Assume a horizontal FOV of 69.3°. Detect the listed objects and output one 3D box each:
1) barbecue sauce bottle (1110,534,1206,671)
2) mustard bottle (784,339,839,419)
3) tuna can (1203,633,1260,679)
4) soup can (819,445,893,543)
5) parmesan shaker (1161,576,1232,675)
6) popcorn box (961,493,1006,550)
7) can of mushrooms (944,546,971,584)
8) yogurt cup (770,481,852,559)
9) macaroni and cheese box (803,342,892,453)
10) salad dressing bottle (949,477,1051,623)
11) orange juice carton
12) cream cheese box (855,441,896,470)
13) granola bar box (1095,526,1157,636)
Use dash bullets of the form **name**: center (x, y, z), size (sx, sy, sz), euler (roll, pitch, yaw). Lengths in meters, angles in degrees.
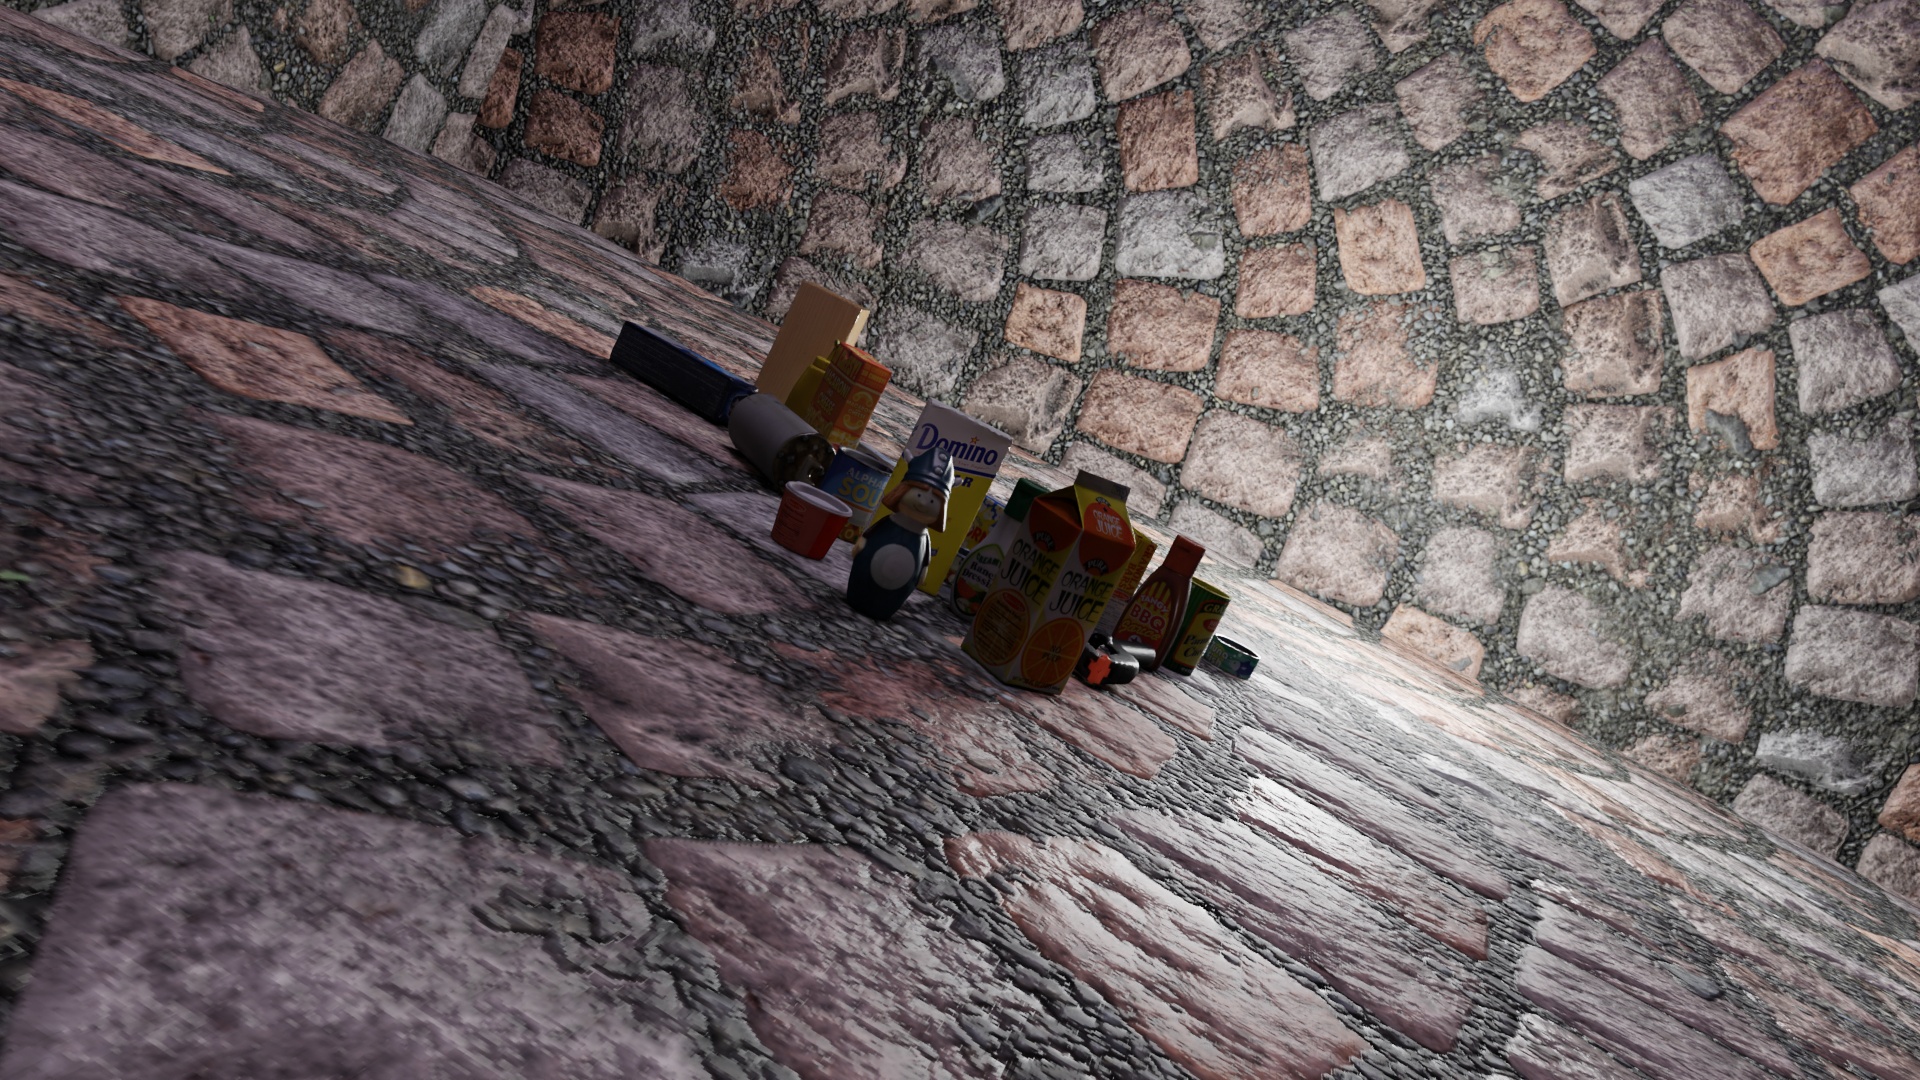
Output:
- **barbecue sauce bottle**: center (0.222, 0.066, 1.533), size (0.065, 0.148, 0.044), euler (30, 9, 25)
- **mustard bottle**: center (-0.185, -0.183, 1.780), size (0.065, 0.160, 0.049), euler (28, 9, 13)
- **tuna can**: center (0.346, 0.148, 1.776), size (0.071, 0.032, 0.071), euler (25, 9, -4)
- **soup can**: center (-0.113, -0.046, 1.451), size (0.071, 0.083, 0.071), euler (25, 9, -4)
- **parmesan shaker**: center (0.263, 0.098, 1.612), size (0.071, 0.103, 0.071), euler (25, 9, -4)
- **popcorn box**: center (0.006, -0.020, 1.627), size (0.127, 0.085, 0.038), euler (32, 11, 36)
- **can of mushrooms**: center (0.002, 0.029, 1.500), size (0.071, 0.033, 0.071), euler (25, 9, -4)
- **yogurt cup**: center (-0.142, -0.017, 1.301), size (0.072, 0.054, 0.072), euler (25, 9, -4)
- **macaroni and cheese box**: center (-0.148, -0.143, 1.640), size (0.040, 0.166, 0.124), euler (22, 9, -25)
- **salad dressing bottle**: center (0.041, 0.011, 1.349), size (0.064, 0.147, 0.044), euler (30, 9, 24)
- **orange juice carton**: center (0.084, 0.032, 1.210), size (0.072, 0.192, 0.073), euler (19, 11, -41)
- **cream cheese box**: center (-0.110, -0.084, 1.767), size (0.024, 0.053, 0.104), euler (18, 12, -44)
- **granola bar box**: center (0.159, 0.028, 1.653), size (0.039, 0.124, 0.166), euler (22, 10, -23)
